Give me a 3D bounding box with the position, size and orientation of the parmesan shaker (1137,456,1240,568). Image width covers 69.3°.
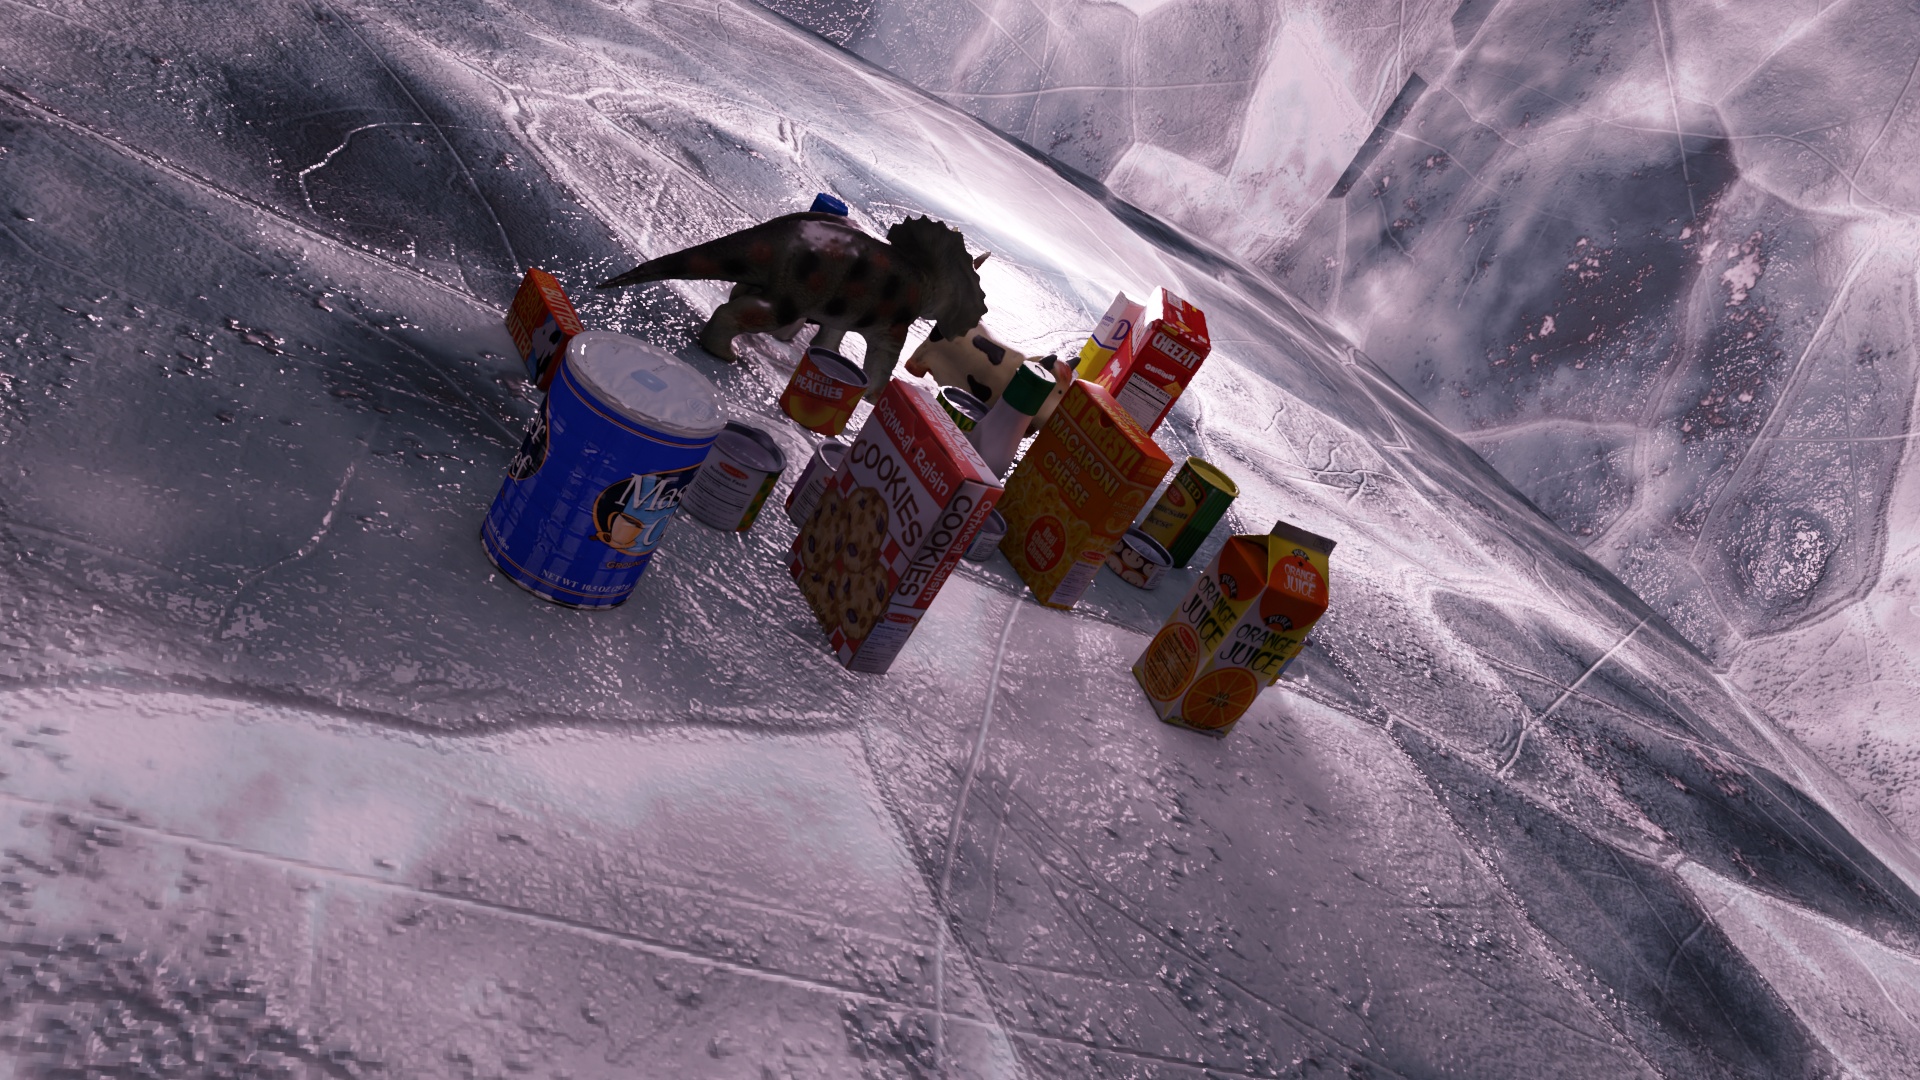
[{"bbox_3d":[0.241,-0.028,1.473,0.071,0.102,0.071,28,23,-13],"label":"parmesan shaker"}]

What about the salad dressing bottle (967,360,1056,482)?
[{"bbox_3d":[0.035,-0.096,1.284,0.044,0.147,0.064,24,24,-22],"label":"salad dressing bottle"}]

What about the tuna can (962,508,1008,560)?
[{"bbox_3d":[0.004,-0.015,1.230,0.071,0.032,0.071,28,23,-13],"label":"tuna can"}]

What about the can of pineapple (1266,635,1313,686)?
[{"bbox_3d":[0.294,0.100,1.342,0.071,0.057,0.071,28,23,-13],"label":"can of pineapple"}]

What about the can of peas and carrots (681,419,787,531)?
[{"bbox_3d":[-0.171,-0.049,1.035,0.071,0.058,0.071,28,23,-13],"label":"can of peas and carrots"}]

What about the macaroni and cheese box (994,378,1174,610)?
[{"bbox_3d":[0.099,-0.041,1.232,0.040,0.165,0.124,13,30,-41],"label":"macaroni and cheese box"}]

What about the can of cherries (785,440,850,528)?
[{"bbox_3d":[-0.097,-0.038,1.109,0.071,0.058,0.072,28,23,-13],"label":"can of cherries"}]

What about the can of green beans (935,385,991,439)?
[{"bbox_3d":[-0.005,-0.111,1.379,0.071,0.057,0.071,28,23,-13],"label":"can of green beans"}]

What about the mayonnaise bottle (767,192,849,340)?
[{"bbox_3d":[-0.162,-0.277,1.393,0.065,0.147,0.041,35,22,5],"label":"mayonnaise bottle"}]

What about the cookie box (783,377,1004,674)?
[{"bbox_3d":[-0.051,-0.010,0.971,0.040,0.166,0.123,13,29,-40],"label":"cookie box"}]

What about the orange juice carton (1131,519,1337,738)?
[{"bbox_3d":[0.233,0.066,1.155,0.072,0.192,0.073,20,26,-30],"label":"orange juice carton"}]

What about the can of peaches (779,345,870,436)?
[{"bbox_3d":[-0.126,-0.136,1.272,0.071,0.058,0.071,28,23,-13],"label":"can of peaches"}]

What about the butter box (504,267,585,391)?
[{"bbox_3d":[-0.321,-0.163,1.077,0.024,0.053,0.104,12,30,-42],"label":"butter box"}]

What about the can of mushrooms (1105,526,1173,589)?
[{"bbox_3d":[0.175,0.016,1.390,0.071,0.033,0.071,28,23,-13],"label":"can of mushrooms"}]
